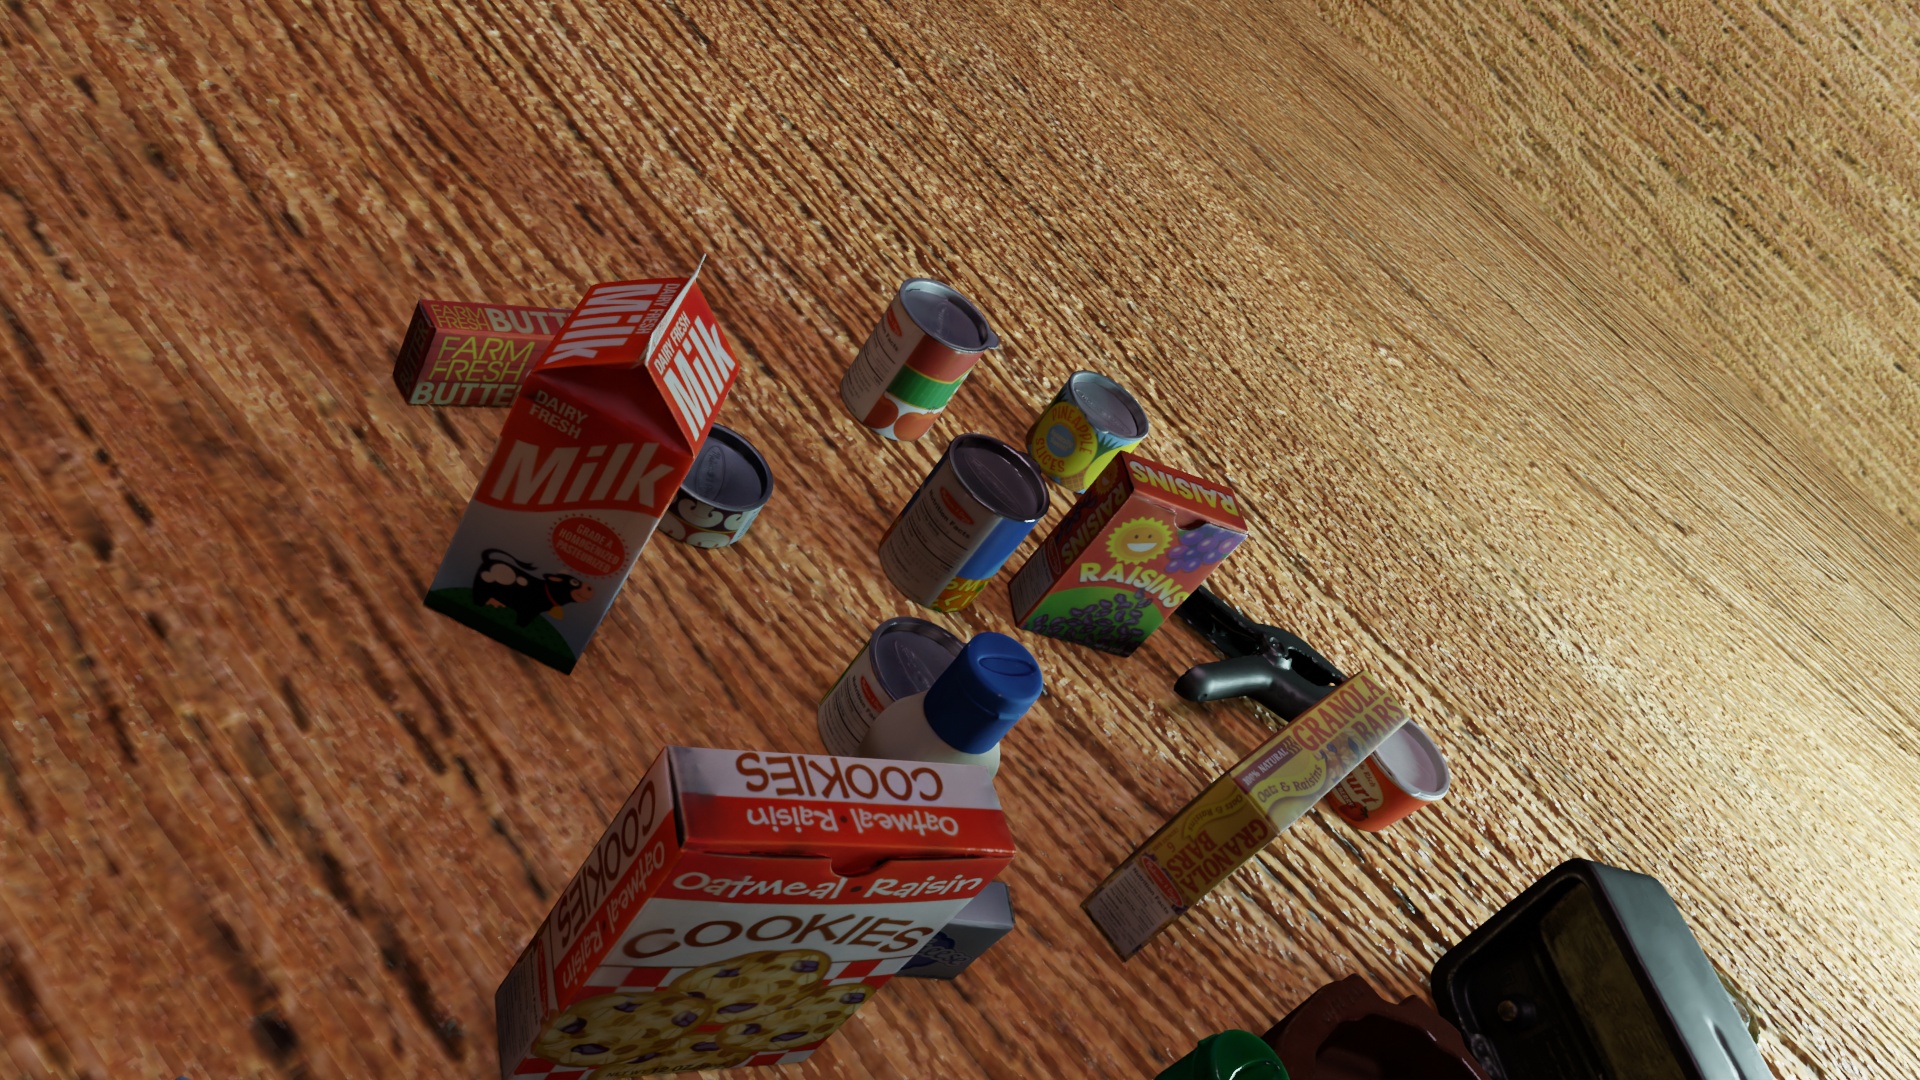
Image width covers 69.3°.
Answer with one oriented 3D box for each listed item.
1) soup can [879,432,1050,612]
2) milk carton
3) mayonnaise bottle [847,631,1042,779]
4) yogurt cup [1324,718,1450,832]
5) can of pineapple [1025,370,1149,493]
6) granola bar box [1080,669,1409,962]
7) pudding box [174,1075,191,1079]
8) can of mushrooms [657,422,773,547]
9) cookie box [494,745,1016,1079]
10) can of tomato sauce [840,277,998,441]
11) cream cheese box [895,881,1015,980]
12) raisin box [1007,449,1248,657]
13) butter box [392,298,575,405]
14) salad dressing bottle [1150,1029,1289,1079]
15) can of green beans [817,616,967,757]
[{"bbox_3d":[0.003,-0.010,0.792,0.071,0.083,0.072,24,38,-20],"label":"soup can"},{"bbox_3d":[-0.155,-0.036,0.591,0.073,0.189,0.073,29,36,-13],"label":"milk carton"},{"bbox_3d":[-0.018,0.097,0.599,0.065,0.147,0.041,10,44,-34],"label":"mayonnaise bottle"},{"bbox_3d":[0.262,0.146,0.870,0.072,0.053,0.073,24,38,-20],"label":"yogurt cup"},{"bbox_3d":[0.086,-0.074,0.959,0.071,0.057,0.071,24,38,-20],"label":"can of pineapple"},{"bbox_3d":[0.150,0.138,0.720,0.039,0.123,0.166,50,37,16],"label":"granola bar box"},{"bbox_3d":[-0.205,0.197,0.409,0.083,0.049,0.030,30,36,-11],"label":"pudding box"},{"bbox_3d":[-0.138,-0.031,0.737,0.071,0.033,0.071,24,38,-19],"label":"can of mushrooms"},{"bbox_3d":[-0.076,0.136,0.488,0.123,0.166,0.040,10,44,-34],"label":"cookie box"},{"bbox_3d":[-0.027,-0.113,0.882,0.071,0.082,0.071,24,38,-20],"label":"can of tomato sauce"},{"bbox_3d":[-0.034,0.163,0.593,0.104,0.053,0.024,16,41,-28],"label":"cream cheese box"},{"bbox_3d":[0.096,0.011,0.816,0.086,0.122,0.040,18,40,-27],"label":"raisin box"},{"bbox_3d":[-0.230,-0.094,0.710,0.104,0.053,0.024,-3,52,-43],"label":"butter box"},{"bbox_3d":[0.064,0.232,0.520,0.064,0.147,0.044,-3,52,-43],"label":"salad dressing bottle"},{"bbox_3d":[-0.029,0.081,0.686,0.071,0.057,0.071,24,38,-20],"label":"can of green beans"}]
